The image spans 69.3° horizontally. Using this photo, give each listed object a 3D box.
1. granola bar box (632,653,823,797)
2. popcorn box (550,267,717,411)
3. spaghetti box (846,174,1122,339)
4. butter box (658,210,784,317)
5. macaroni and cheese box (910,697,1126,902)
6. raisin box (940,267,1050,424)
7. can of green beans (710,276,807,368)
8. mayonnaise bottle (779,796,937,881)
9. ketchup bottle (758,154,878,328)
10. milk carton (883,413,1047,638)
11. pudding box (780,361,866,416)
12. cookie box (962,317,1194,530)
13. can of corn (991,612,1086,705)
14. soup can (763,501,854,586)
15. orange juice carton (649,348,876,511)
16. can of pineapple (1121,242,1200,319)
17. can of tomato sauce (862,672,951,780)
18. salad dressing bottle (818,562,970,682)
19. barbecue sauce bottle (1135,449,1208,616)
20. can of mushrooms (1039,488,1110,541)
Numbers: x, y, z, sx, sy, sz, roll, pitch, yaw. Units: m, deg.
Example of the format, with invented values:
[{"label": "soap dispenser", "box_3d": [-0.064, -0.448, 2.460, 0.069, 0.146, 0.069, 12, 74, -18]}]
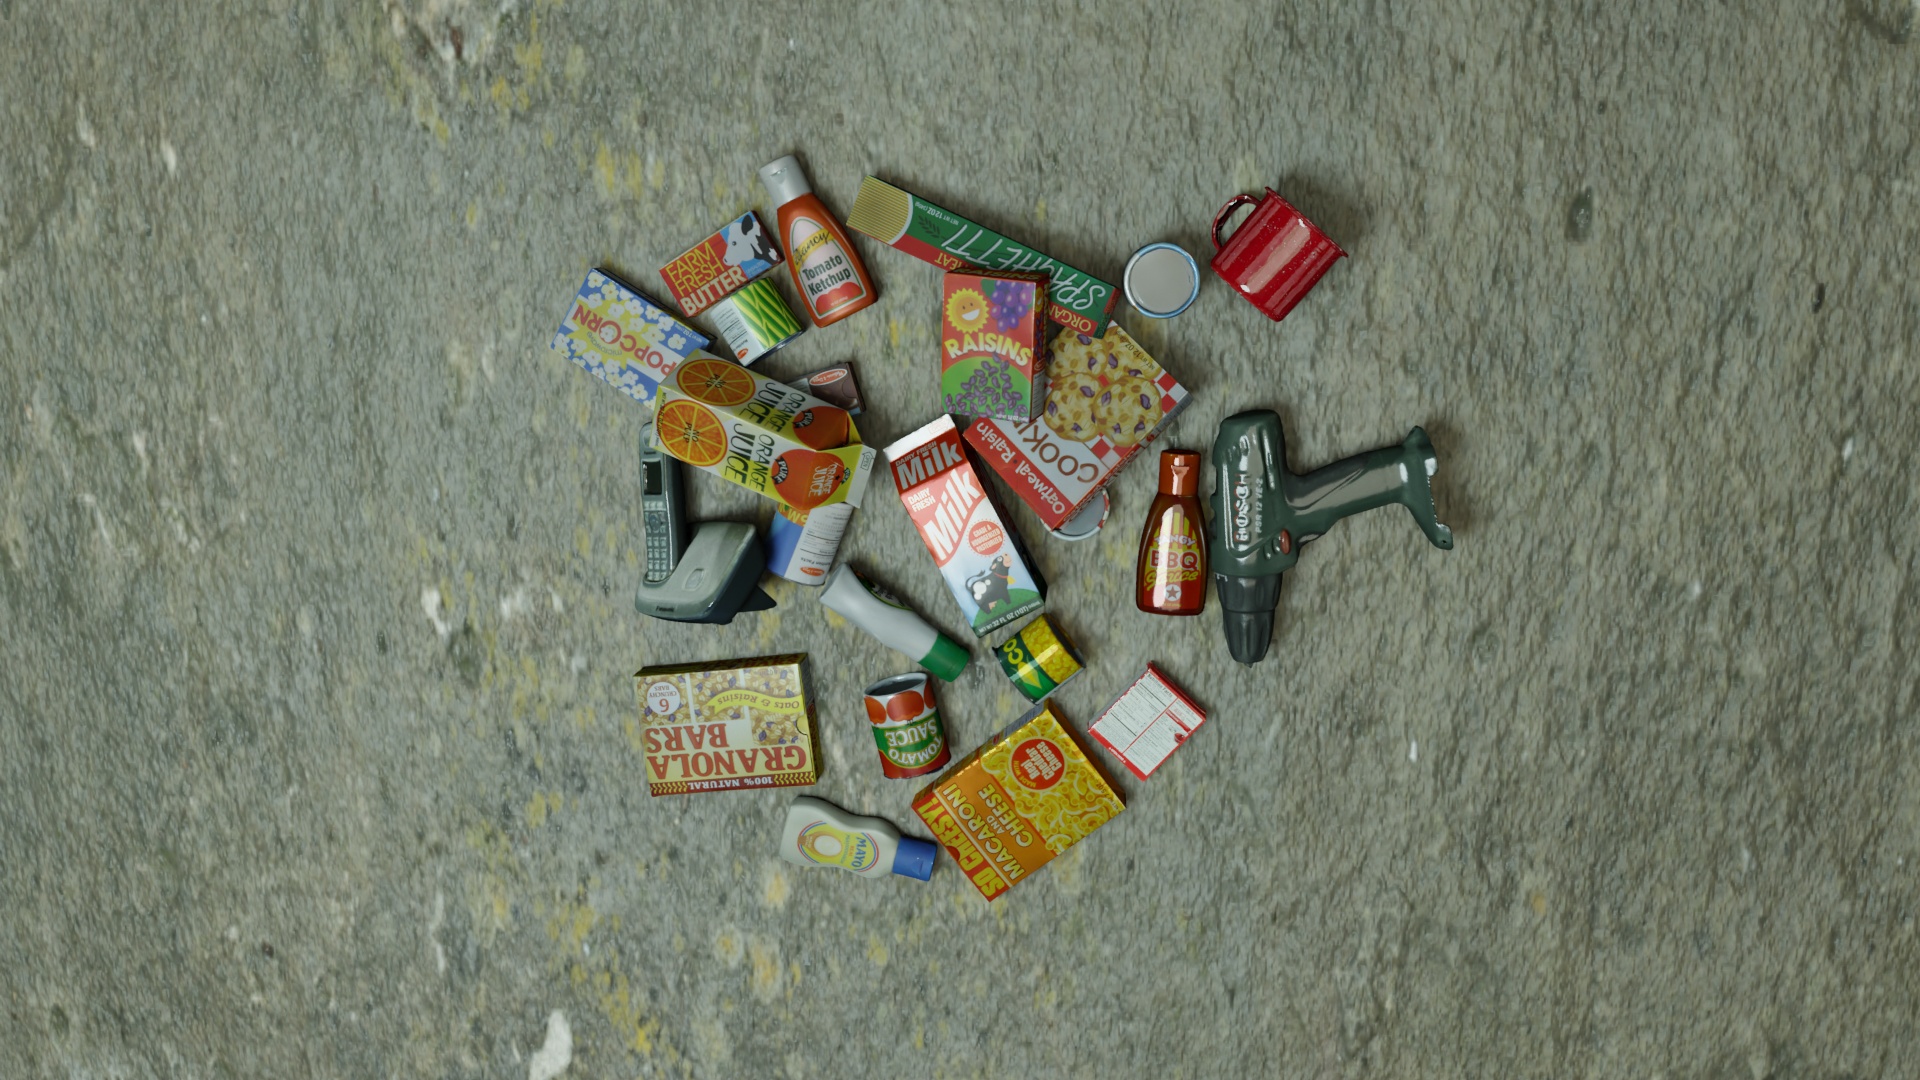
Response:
[{"label": "granola bar box", "box_3d": [-0.224, 0.178, 1.338, 0.165, 0.039, 0.124, -5, 101, 6]}, {"label": "popcorn box", "box_3d": [-0.300, -0.182, 1.274, 0.127, 0.038, 0.085, 32, 101, -1]}, {"label": "spaghetti box", "box_3d": [0.019, -0.248, 1.214, 0.250, 0.029, 0.050, 27, 103, 11]}, {"label": "butter box", "box_3d": [-0.217, -0.250, 1.261, 0.103, 0.024, 0.053, -30, 97, 10]}, {"label": "macaroni and cheese box", "box_3d": [0.055, 0.249, 1.327, 0.166, 0.040, 0.123, -37, 95, 11]}, {"label": "raisin box", "box_3d": [0.030, -0.168, 1.192, 0.086, 0.040, 0.123, 9, 112, 21]}, {"label": "can of green beans", "box_3d": [-0.182, -0.196, 1.247, 0.071, 0.071, 0.058, -31, 97, 10]}, {"label": "mayonnaise bottle", "box_3d": [-0.098, 0.295, 1.349, 0.148, 0.041, 0.064, 13, 100, 3]}, {"label": "ketchup bottle", "box_3d": [-0.131, -0.268, 1.240, 0.064, 0.043, 0.148, -24, 98, 9]}, {"label": "milk carton", "box_3d": [0.005, -0.016, 1.262, 0.072, 0.073, 0.190, -28, 97, 10]}, {"label": "pudding box", "box_3d": [-0.133, -0.129, 1.274, 0.084, 0.030, 0.049, -17, 98, 8]}, {"label": "cookie box", "box_3d": [0.102, -0.109, 1.228, 0.167, 0.040, 0.123, -45, 74, 9]}, {"label": "can of corn", "box_3d": [0.073, 0.107, 1.283, 0.058, 0.071, 0.071, -39, 96, 10]}, {"label": "soup can", "box_3d": [-0.143, -0.010, 1.282, 0.071, 0.071, 0.083, 22, 102, 0]}, {"label": "orange juice carton", "box_3d": [-0.169, -0.090, 1.225, 0.193, 0.073, 0.071, 23, 130, 5]}, {"label": "can of pineapple", "box_3d": [0.176, -0.227, 1.213, 0.071, 0.058, 0.071, 1, 101, 5]}, {"label": "can of tomato sauce", "box_3d": [-0.050, 0.174, 1.306, 0.071, 0.071, 0.083, -13, 99, 8]}, {"label": "salad dressing bottle", "box_3d": [-0.060, 0.078, 1.296, 0.147, 0.064, 0.044, 35, 93, -11]}, {"label": "barbecue sauce bottle", "box_3d": [0.195, -0.008, 1.262, 0.065, 0.044, 0.148, 4, 101, 6]}, {"label": "can of mushrooms", "box_3d": [0.103, -0.036, 1.270, 0.071, 0.033, 0.071, 1, 100, 6]}]
